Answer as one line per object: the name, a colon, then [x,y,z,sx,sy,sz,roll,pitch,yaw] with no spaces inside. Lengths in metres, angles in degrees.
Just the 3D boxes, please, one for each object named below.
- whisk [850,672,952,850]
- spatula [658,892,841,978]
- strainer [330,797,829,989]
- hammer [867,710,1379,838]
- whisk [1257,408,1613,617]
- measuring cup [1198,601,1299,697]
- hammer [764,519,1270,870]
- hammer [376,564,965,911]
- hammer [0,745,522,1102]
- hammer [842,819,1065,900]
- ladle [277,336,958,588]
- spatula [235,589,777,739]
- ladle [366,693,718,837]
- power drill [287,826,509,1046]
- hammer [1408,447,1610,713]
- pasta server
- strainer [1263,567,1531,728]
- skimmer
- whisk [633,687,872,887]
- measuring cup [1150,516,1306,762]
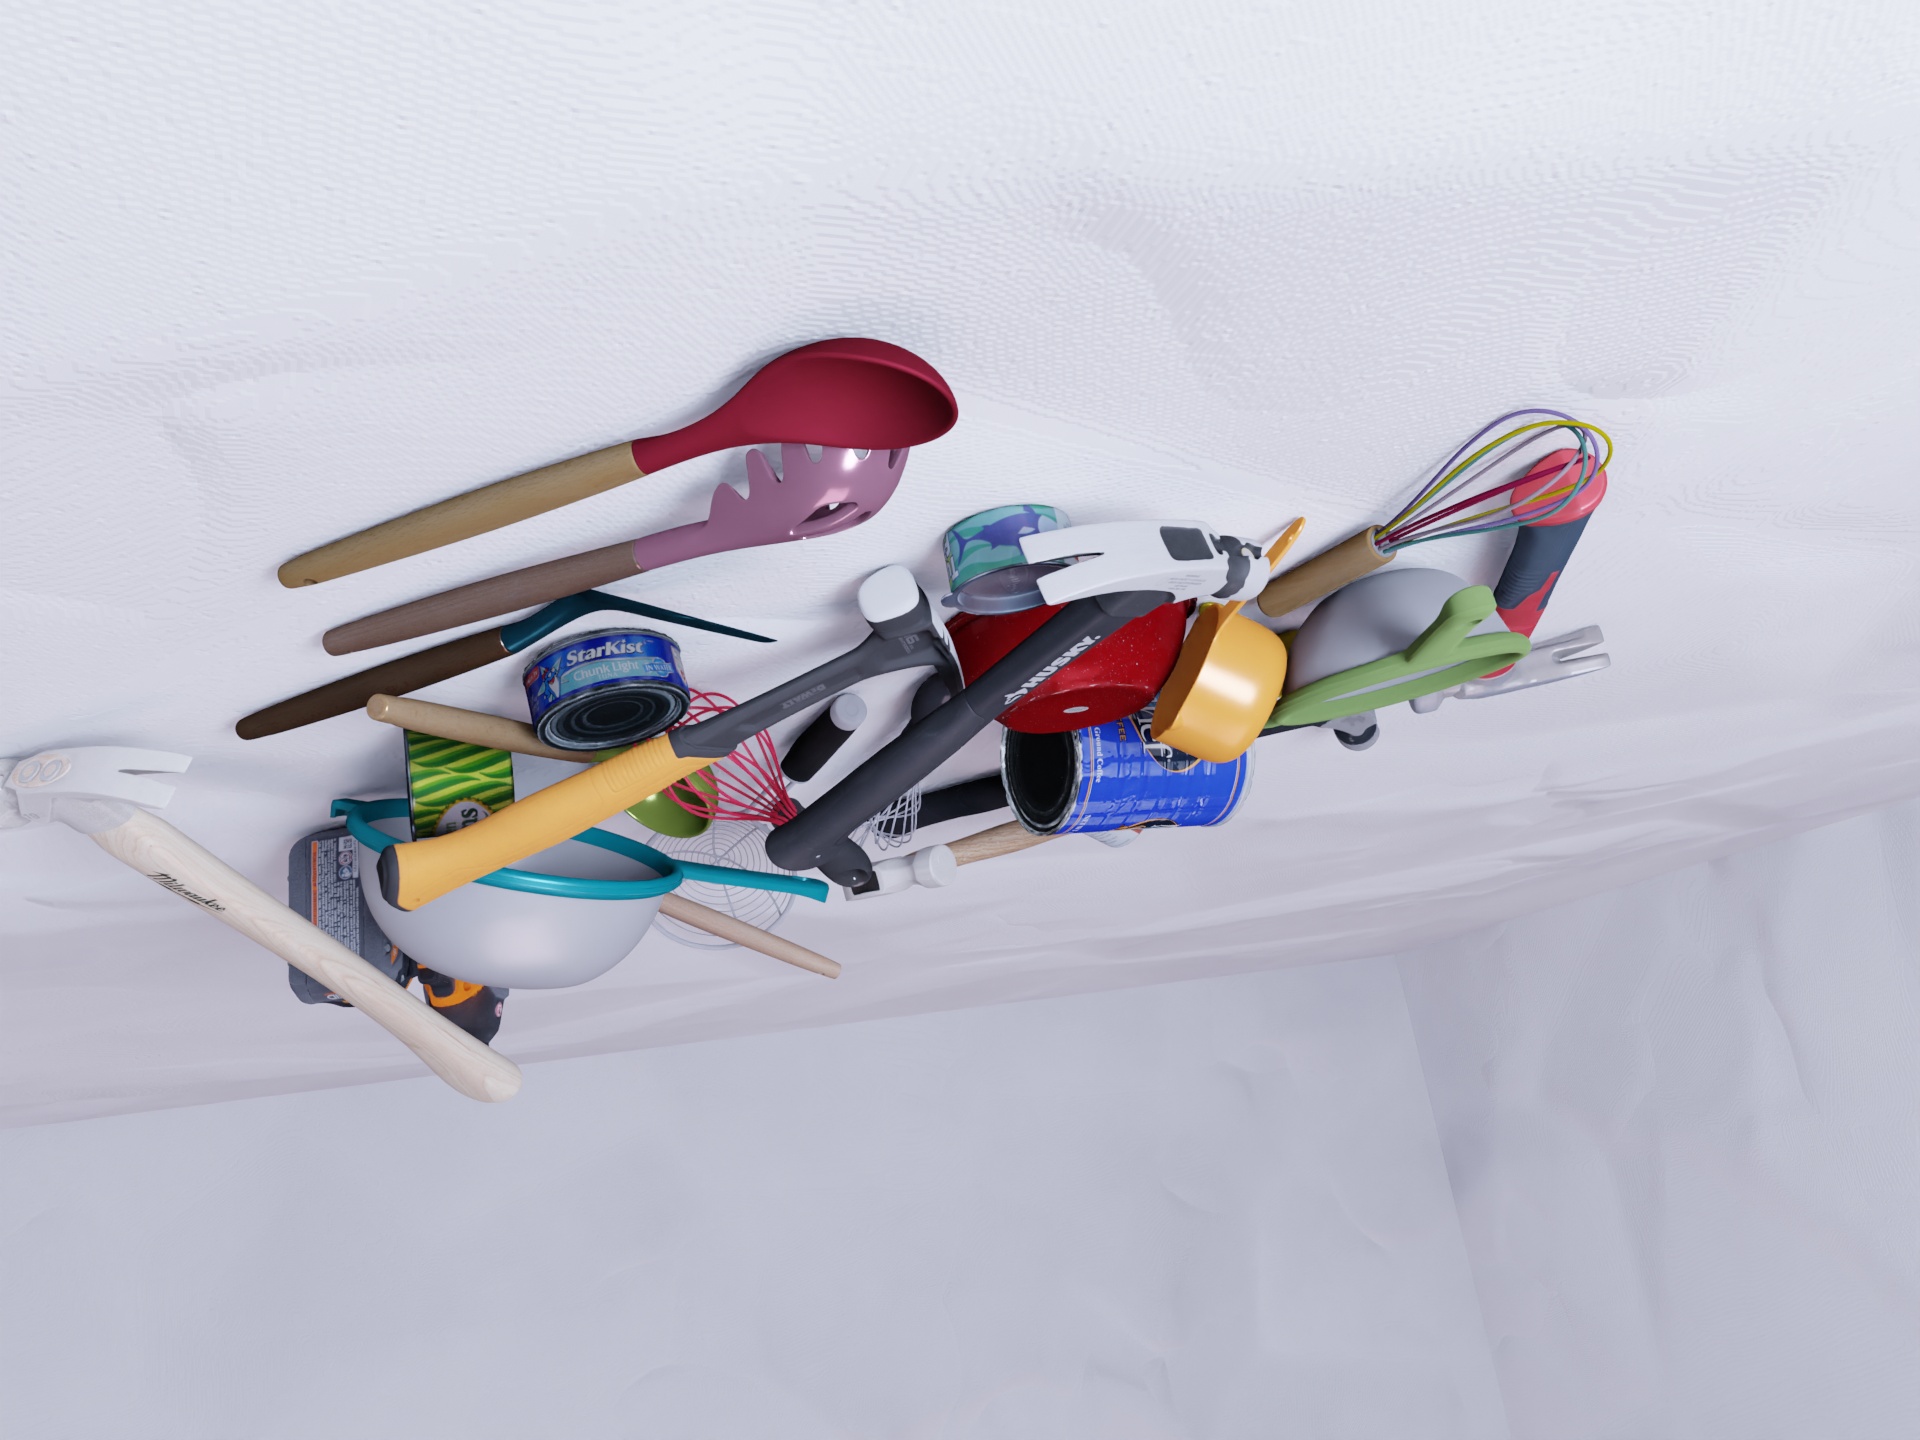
whisk: [-0.040,0.031,1.103,0.070,0.070,0.284,-5,159,-16]
spatula: [-0.226,0.133,1.191,0.315,0.018,0.060,27,149,-23]
strainer: [-0.241,0.130,1.056,0.340,0.095,0.211,12,-177,-36]
hammer: [0.118,0.035,1.247,0.409,0.036,0.149,-14,163,16]
whisk: [0.240,-0.099,0.838,0.047,0.051,0.245,-7,168,-30]
measuring cup: [0.192,-0.054,1.012,0.062,0.029,0.156,-20,150,32]
hammer: [-0.001,-0.003,0.839,0.146,0.035,0.334,-1,152,-46]
hammer: [-0.159,0.024,0.864,0.337,0.034,0.127,-25,151,3]
hammer: [-0.390,0.141,0.972,0.146,0.038,0.410,-4,144,25]
hammer: [0.024,0.100,1.292,0.130,0.031,0.331,-15,178,36]
ladle: [-0.148,-0.096,0.636,0.315,0.031,0.069,-14,154,20]
spatula: [-0.246,-0.024,0.800,0.317,0.044,0.082,-15,169,22]
ladle: [-0.232,0.026,0.911,0.078,0.062,0.320,10,176,20]
power drill: [-0.403,0.172,1.177,0.084,0.164,0.226,-10,162,7]
hammer: [0.362,-0.080,0.984,0.143,0.038,0.386,-13,164,7]
pasta server: [-0.164,-0.075,0.709,0.316,0.040,0.060,-12,165,23]
strainer: [0.243,-0.057,0.874,0.151,0.069,0.256,-14,170,1]
skimmer: [-0.143,0.081,1.141,0.127,0.090,0.363,22,153,-15]
whisk: [-0.121,0.053,1.022,0.073,0.073,0.295,-14,152,15]
measuring cup: [0.168,-0.044,0.898,0.052,0.095,0.173,26,135,-6]
